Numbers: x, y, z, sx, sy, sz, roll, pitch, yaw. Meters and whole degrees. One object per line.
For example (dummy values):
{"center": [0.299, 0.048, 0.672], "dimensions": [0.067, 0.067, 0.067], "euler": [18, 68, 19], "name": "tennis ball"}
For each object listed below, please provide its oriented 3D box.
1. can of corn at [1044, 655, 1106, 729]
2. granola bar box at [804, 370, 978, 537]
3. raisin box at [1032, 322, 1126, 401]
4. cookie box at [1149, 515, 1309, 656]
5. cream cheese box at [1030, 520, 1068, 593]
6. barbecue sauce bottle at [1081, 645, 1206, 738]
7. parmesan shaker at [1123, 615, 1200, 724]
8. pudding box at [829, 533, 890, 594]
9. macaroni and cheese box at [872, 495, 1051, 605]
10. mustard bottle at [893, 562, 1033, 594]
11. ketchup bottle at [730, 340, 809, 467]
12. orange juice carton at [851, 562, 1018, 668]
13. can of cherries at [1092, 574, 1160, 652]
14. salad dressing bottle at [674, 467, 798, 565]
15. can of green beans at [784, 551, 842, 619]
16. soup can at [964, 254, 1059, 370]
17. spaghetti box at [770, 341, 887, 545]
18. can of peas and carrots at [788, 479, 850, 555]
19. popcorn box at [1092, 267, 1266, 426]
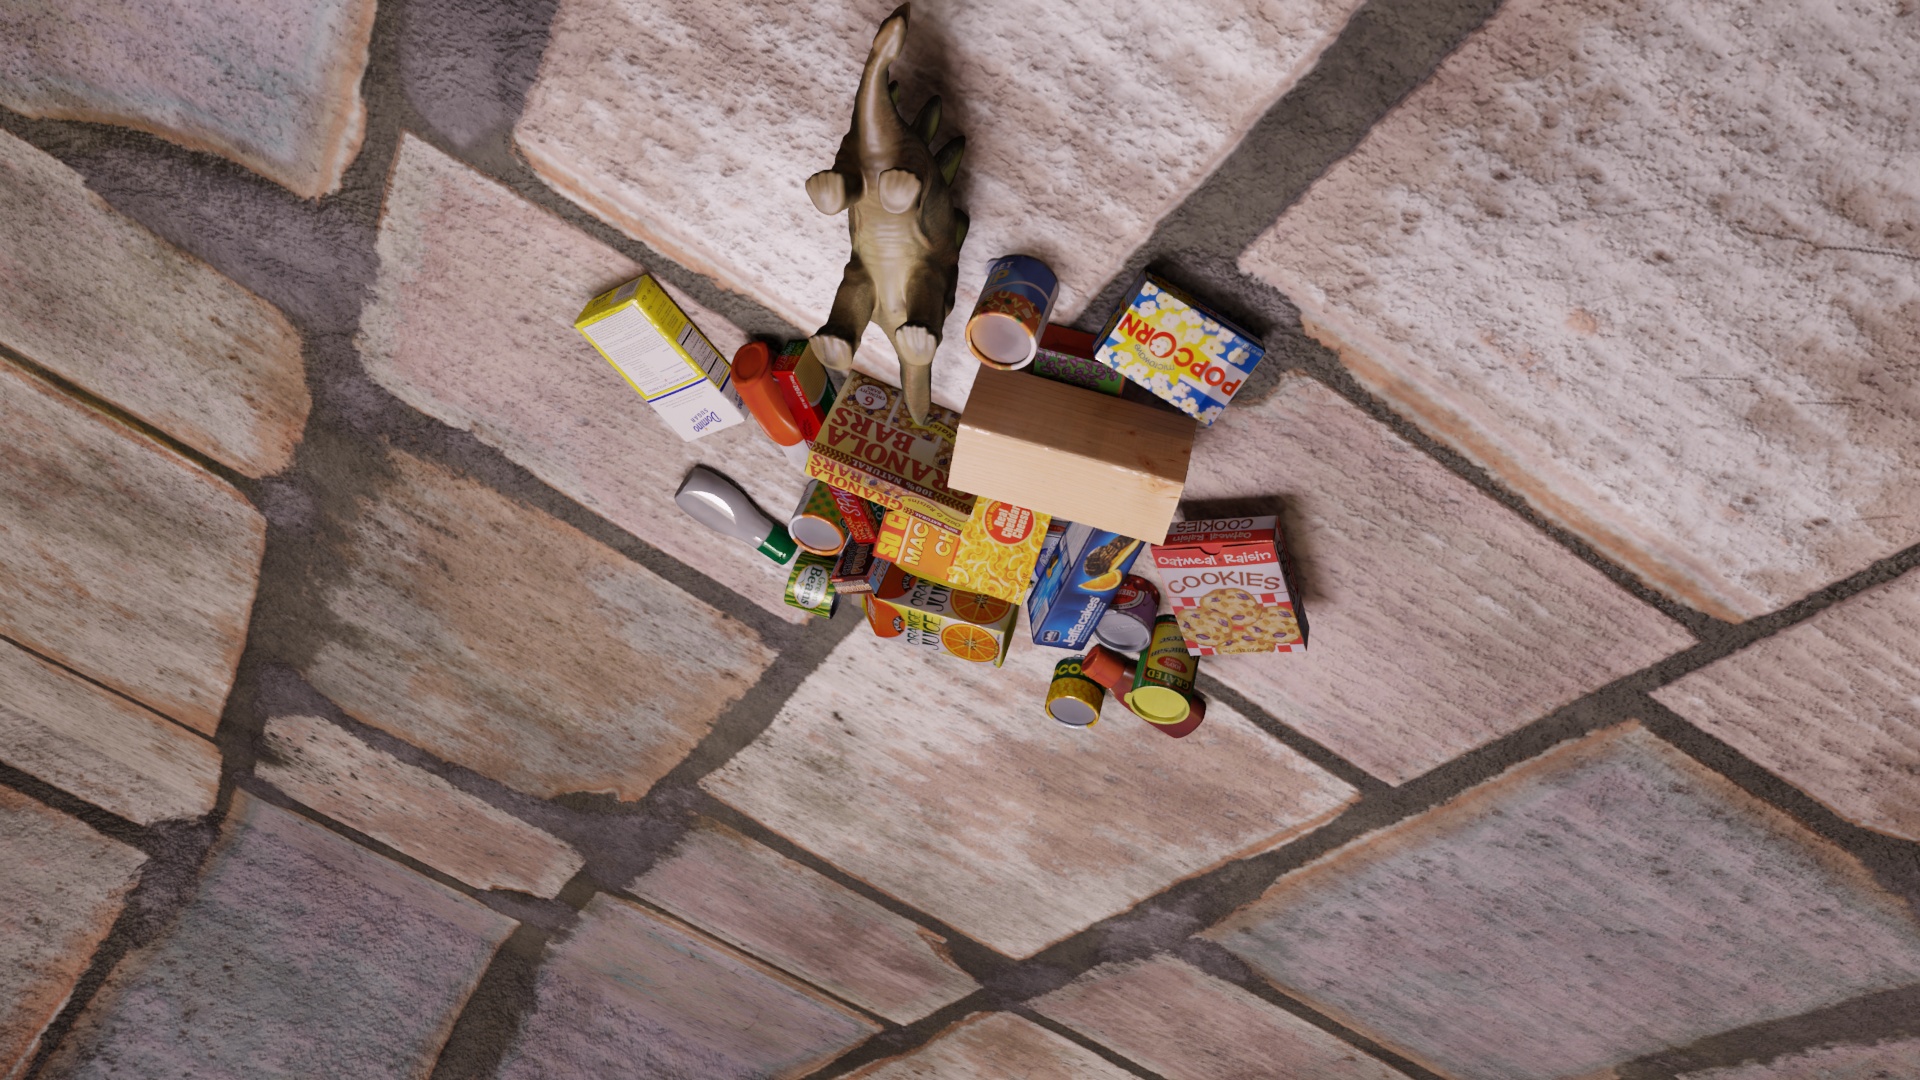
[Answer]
{"center": [0.137, 0.179, 1.641], "dimensions": [0.071, 0.058, 0.070], "euler": [12, 140, 10], "name": "can of corn"}
{"center": [-0.055, -0.086, 1.371], "dimensions": [0.165, 0.125, 0.038], "euler": [23, 139, -2], "name": "granola bar box"}
{"center": [0.109, -0.138, 1.310], "dimensions": [0.086, 0.040, 0.122], "euler": [15, 141, 6], "name": "raisin box"}
{"center": [0.273, 0.049, 1.397], "dimensions": [0.123, 0.040, 0.166], "euler": [-4, 135, 24], "name": "cookie box"}
{"center": [0.102, 0.022, 1.505], "dimensions": [0.053, 0.024, 0.103], "euler": [9, 139, 14], "name": "cream cheese box"}
{"center": [0.210, 0.175, 1.617], "dimensions": [0.148, 0.044, 0.064], "euler": [32, 139, -12], "name": "barbecue sauce bottle"}
{"center": [0.224, 0.140, 1.524], "dimensions": [0.071, 0.103, 0.071], "euler": [11, 139, 10], "name": "parmesan shaker"}
{"center": [-0.107, 0.022, 1.547], "dimensions": [0.049, 0.084, 0.030], "euler": [-3, 132, 26], "name": "pudding box"}
{"center": [0.005, -0.018, 1.444], "dimensions": [0.166, 0.040, 0.123], "euler": [18, 106, 2], "name": "macaroni and cheese box"}
{"center": [0.003, 0.024, 1.516], "dimensions": [0.160, 0.065, 0.048], "euler": [23, 146, -3], "name": "mustard bottle"}
{"center": [-0.186, -0.134, 1.425], "dimensions": [0.043, 0.065, 0.148], "euler": [-10, 141, 14], "name": "ketchup bottle"}
{"center": [-0.034, 0.075, 1.584], "dimensions": [0.193, 0.073, 0.071], "euler": [14, 140, 8], "name": "orange juice carton"}
{"center": [0.179, 0.077, 1.508], "dimensions": [0.071, 0.059, 0.071], "euler": [13, 140, 11], "name": "can of cherries"}
{"center": [-0.254, -0.025, 1.588], "dimensions": [0.147, 0.044, 0.064], "euler": [35, 136, -19], "name": "salad dressing bottle"}
{"center": [-0.168, 0.052, 1.620], "dimensions": [0.058, 0.071, 0.071], "euler": [19, 140, 3], "name": "can of green beans"}
{"center": [0.043, -0.203, 1.230], "dimensions": [0.071, 0.084, 0.071], "euler": [12, 139, 11], "name": "soup can"}
{"center": [-0.131, -0.097, 1.449], "dimensions": [0.028, 0.050, 0.249], "euler": [0, 136, 25], "name": "spaghetti box"}
{"center": [-0.147, -0.025, 1.531], "dimensions": [0.071, 0.059, 0.070], "euler": [12, 140, 10], "name": "can of peas and carrots"}
{"center": [0.192, -0.169, 1.220], "dimensions": [0.127, 0.038, 0.085], "euler": [29, 117, -10], "name": "popcorn box"}
